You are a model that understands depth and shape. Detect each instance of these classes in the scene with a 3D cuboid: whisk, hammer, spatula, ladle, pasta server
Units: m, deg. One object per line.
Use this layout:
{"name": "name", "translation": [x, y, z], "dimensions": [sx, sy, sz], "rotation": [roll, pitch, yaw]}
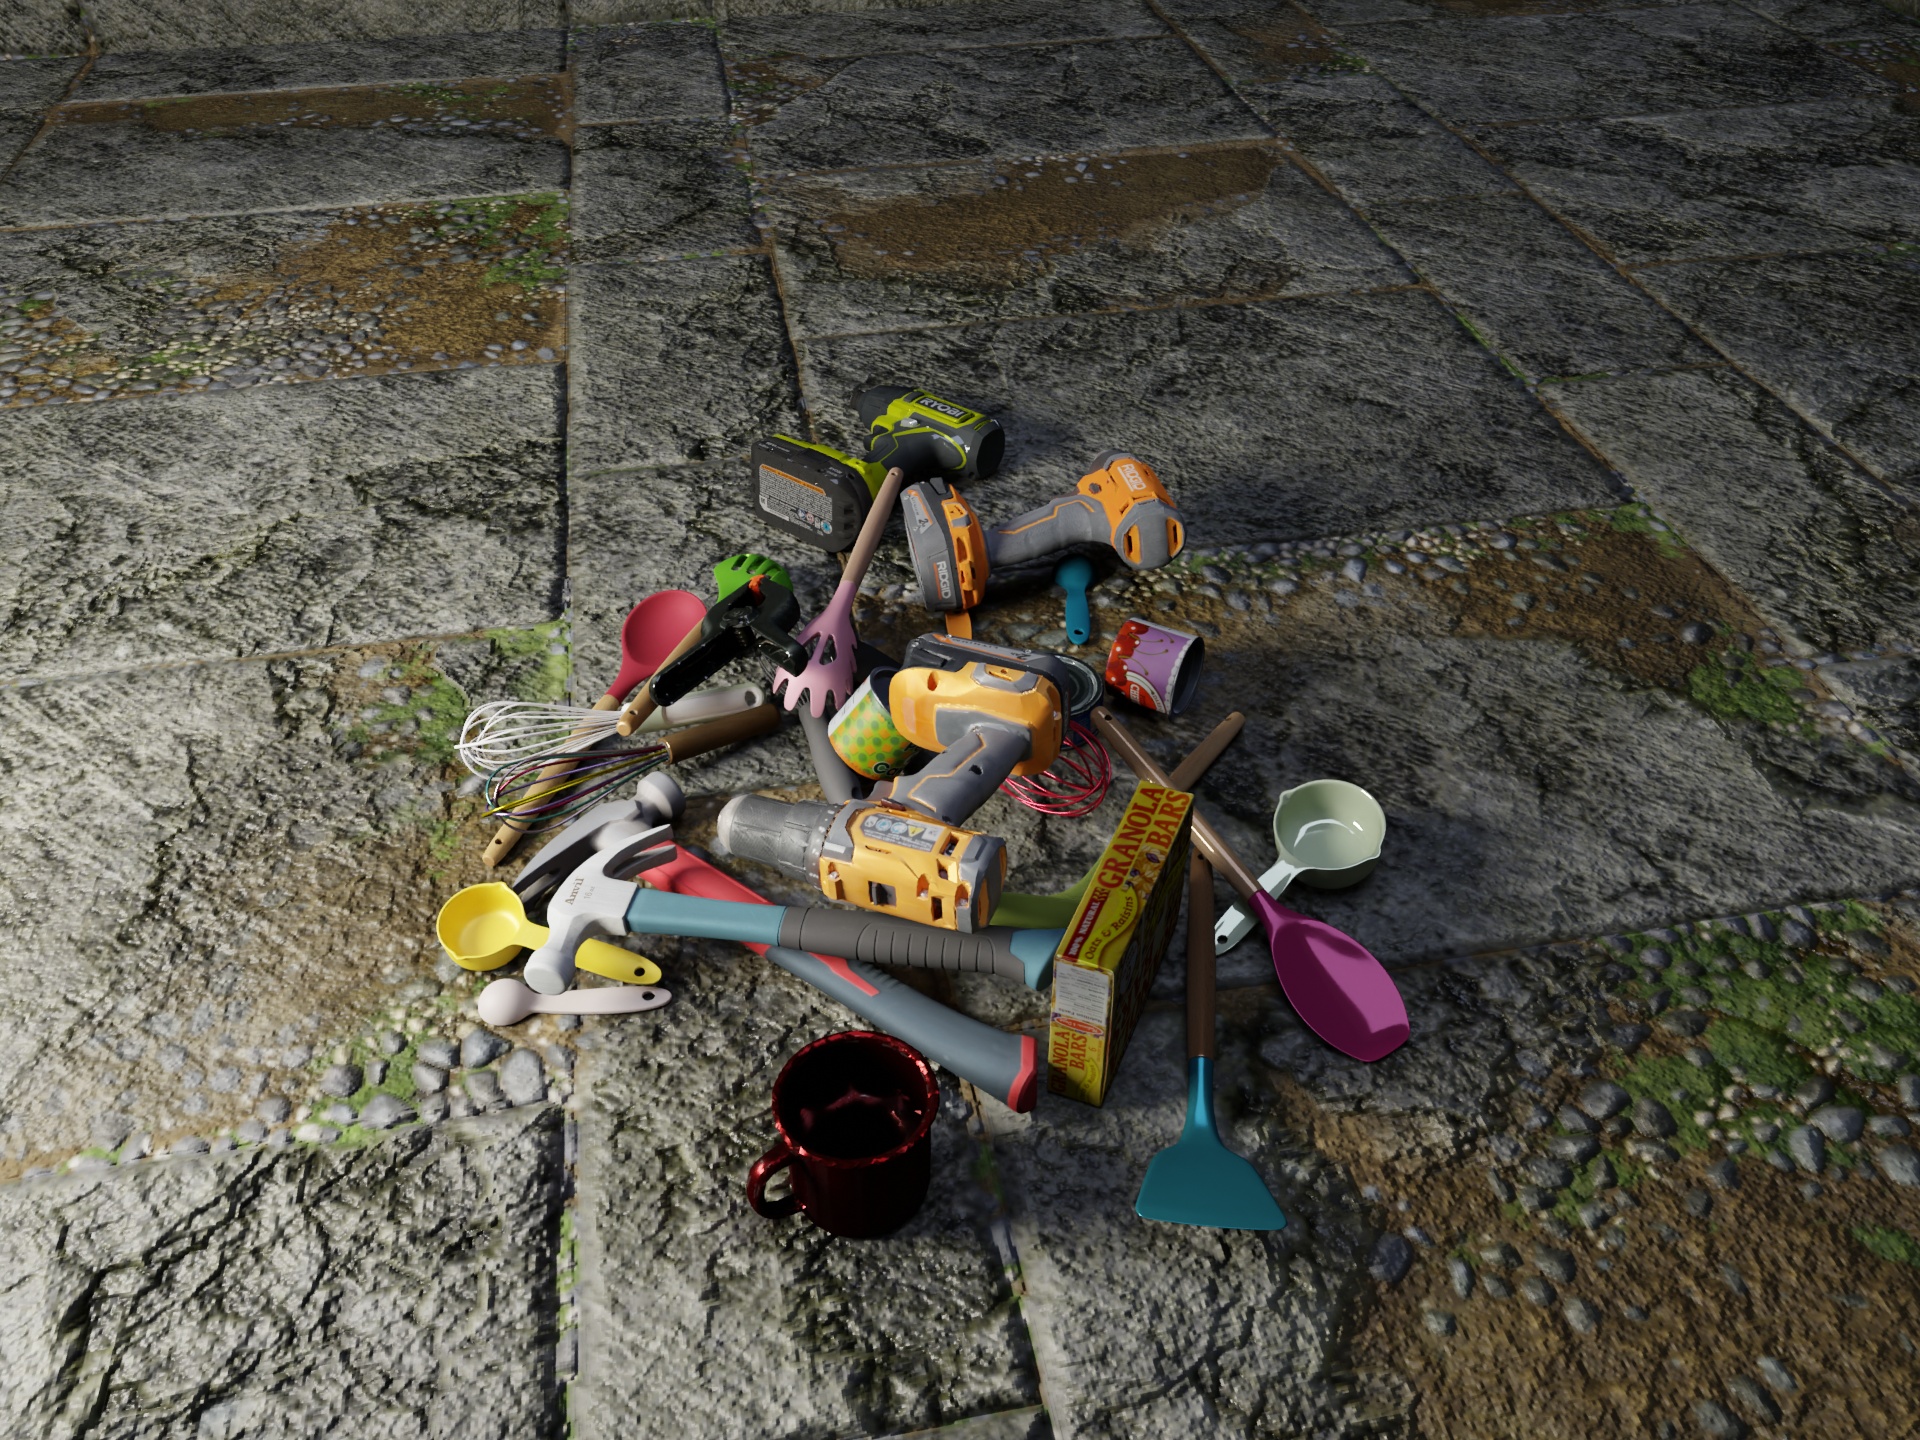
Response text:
{"name": "whisk", "translation": [-0.257, 0.000, 1.197], "dimensions": [0.246, 0.058, 0.059], "rotation": [-11, 3, -32]}
{"name": "whisk", "translation": [-0.241, 0.029, 1.179], "dimensions": [0.245, 0.047, 0.051], "rotation": [-20, 61, -35]}
{"name": "hammer", "translation": [-0.098, 0.133, 1.008], "dimensions": [0.331, 0.033, 0.128], "rotation": [5, 43, 9]}
{"name": "whisk", "translation": [-0.002, -0.004, 1.215], "dimensions": [0.073, 0.073, 0.296], "rotation": [-32, 43, -33]}
{"name": "hammer", "translation": [-0.118, 0.156, 1.036], "dimensions": [0.387, 0.038, 0.143], "rotation": [26, 47, 29]}
{"name": "whisk", "translation": [-0.115, -0.008, 1.230], "dimensions": [0.055, 0.055, 0.239], "rotation": [-12, 45, -14]}
{"name": "spatula", "translation": [0.152, 0.186, 0.989], "dimensions": [0.082, 0.044, 0.318], "rotation": [3, 41, 5]}
{"name": "ladle", "translation": [-0.282, 0.001, 1.235], "dimensions": [0.069, 0.031, 0.316], "rotation": [17, 44, 10]}
{"name": "pasta server", "translation": [-0.087, -0.117, 1.301], "dimensions": [0.060, 0.040, 0.316], "rotation": [15, 40, 1]}
{"name": "ladle", "translation": [0.124, 0.065, 1.133], "dimensions": [0.078, 0.062, 0.320], "rotation": [-1, 29, 40]}

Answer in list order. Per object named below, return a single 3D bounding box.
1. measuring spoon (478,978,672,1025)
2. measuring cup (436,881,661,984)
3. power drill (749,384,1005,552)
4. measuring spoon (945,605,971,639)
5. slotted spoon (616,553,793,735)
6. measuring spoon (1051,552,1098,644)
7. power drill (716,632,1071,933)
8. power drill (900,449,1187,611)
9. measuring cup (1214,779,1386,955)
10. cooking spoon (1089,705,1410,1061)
{"name": "measuring spoon", "translation": [-0.249, 0.177, 1.026], "dimensions": [0.124, 0.018, 0.034], "rotation": [-2, 39, -3]}
{"name": "measuring cup", "translation": [-0.270, 0.153, 1.051], "dimensions": [0.156, 0.029, 0.062], "rotation": [16, 53, 8]}
{"name": "power drill", "translation": [-0.089, -0.251, 1.506], "dimensions": [0.171, 0.080, 0.223], "rotation": [26, 42, 27]}
{"name": "measuring spoon", "translation": [-0.001, -0.066, 1.330], "dimensions": [0.021, 0.011, 0.117], "rotation": [1, 36, -5]}
{"name": "slotted spoon", "translation": [-0.204, -0.068, 1.270], "dimensions": [0.070, 0.031, 0.314], "rotation": [21, 32, 3]}
{"name": "measuring spoon", "translation": [0.101, -0.109, 1.368], "dimensions": [0.042, 0.021, 0.129], "rotation": [1, 38, 1]}
{"name": "power drill", "translation": [-0.037, 0.035, 1.047], "dimensions": [0.185, 0.084, 0.226], "rotation": [12, 41, 17]}
{"name": "power drill", "translation": [0.067, -0.177, 1.386], "dimensions": [0.226, 0.084, 0.164], "rotation": [-12, 35, -3]}
{"name": "measuring cup", "translation": [0.227, 0.111, 1.099], "dimensions": [0.167, 0.038, 0.083], "rotation": [-42, 56, -19]}
{"name": "cooking spoon", "translation": [0.184, 0.100, 1.077], "dimensions": [0.069, 0.017, 0.319], "rotation": [-26, 57, -20]}
